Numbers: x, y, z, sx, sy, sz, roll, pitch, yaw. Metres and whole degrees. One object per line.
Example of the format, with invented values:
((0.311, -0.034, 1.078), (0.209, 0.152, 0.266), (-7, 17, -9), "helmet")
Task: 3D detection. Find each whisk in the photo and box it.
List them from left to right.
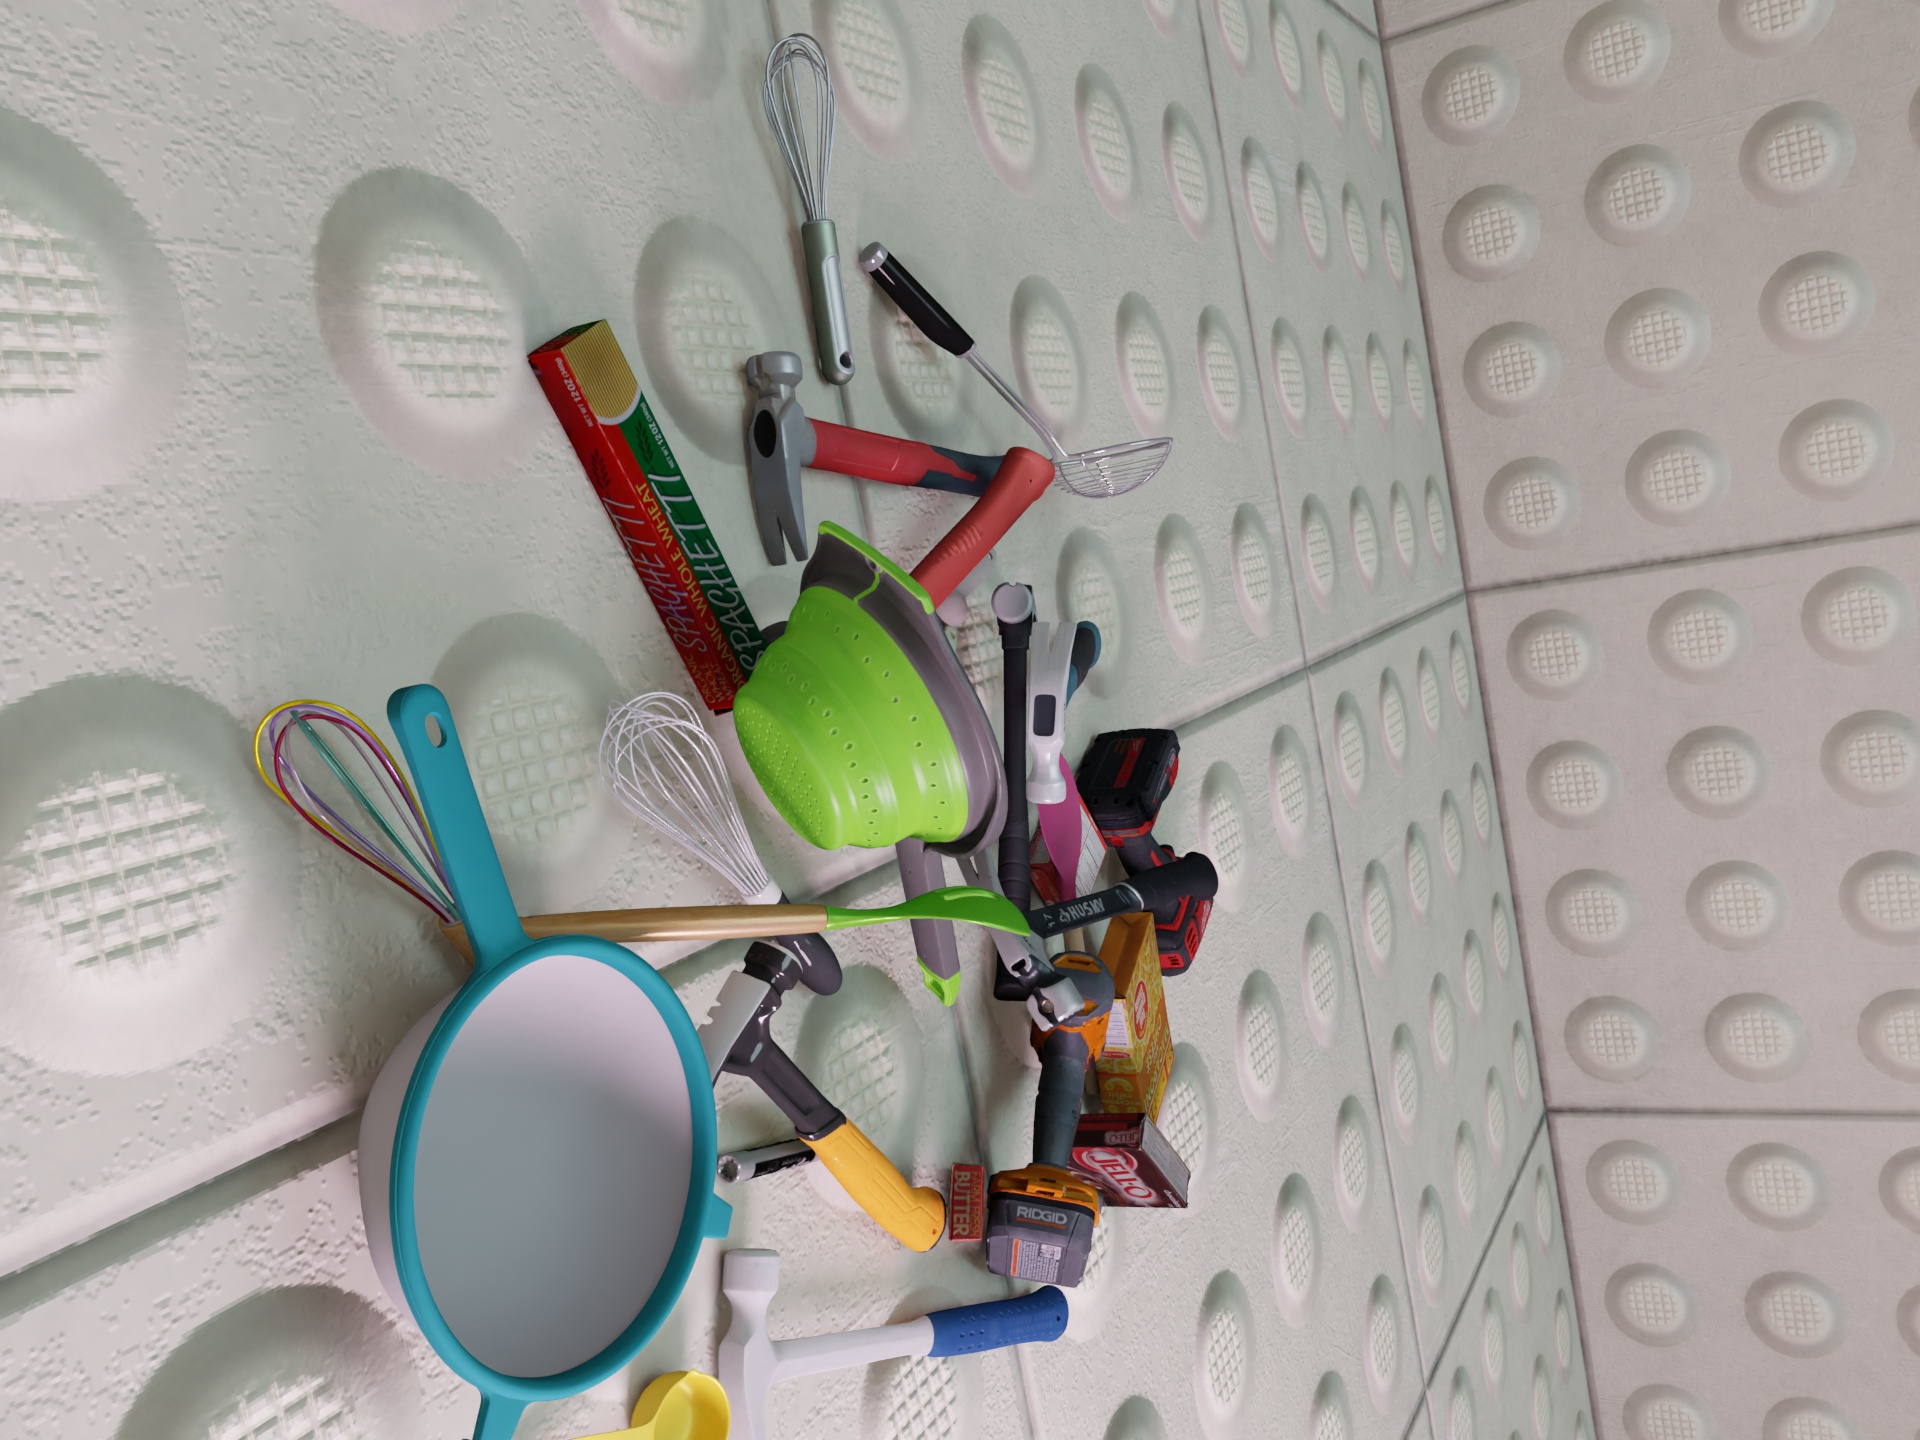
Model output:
((-0.264, 0.082, 0.784), (0.047, 0.051, 0.244), (-45, 130, -25), "whisk")
((-0.139, 0.085, 0.982), (0.284, 0.070, 0.070), (62, 36, -40), "whisk")
((-0.103, -0.367, 1.148), (0.058, 0.059, 0.246), (-18, 104, -47), "whisk")

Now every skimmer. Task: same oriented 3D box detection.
((0.048, -0.300, 1.350), (0.362, 0.127, 0.090), (38, 59, -39), "skimmer")

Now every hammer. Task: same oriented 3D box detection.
((-0.082, 0.271, 1.002), (0.127, 0.034, 0.336), (-60, 145, -25), "hammer")
((-0.032, 0.432, 1.098), (0.405, 0.035, 0.144), (24, 63, -56), "hammer")
((-0.034, -0.183, 1.233), (0.386, 0.038, 0.143), (-4, 88, -60), "hammer")
((-0.021, -0.092, 1.181), (0.359, 0.037, 0.149), (-50, 130, -41), "hammer")
((0.044, 0.060, 1.283), (0.146, 0.035, 0.335), (10, 80, -85), "hammer")
((0.088, -0.036, 1.316), (0.331, 0.033, 0.128), (-53, 144, -74), "hammer")
((0.123, 0.141, 1.275), (0.149, 0.036, 0.408), (59, 25, 14), "hammer")

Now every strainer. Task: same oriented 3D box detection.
((-0.234, 0.151, 0.757), (0.211, 0.095, 0.340), (-32, 110, -58), "strainer")

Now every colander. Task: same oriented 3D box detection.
((-0.061, 0.069, 1.002), (0.094, 0.205, 0.396), (-31, 137, -23), "colander")

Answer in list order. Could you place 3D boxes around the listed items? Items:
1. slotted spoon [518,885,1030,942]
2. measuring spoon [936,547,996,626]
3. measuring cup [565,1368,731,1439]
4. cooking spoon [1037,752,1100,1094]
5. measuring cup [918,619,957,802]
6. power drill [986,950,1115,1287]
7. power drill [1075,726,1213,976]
((-0.102, 0.113, 0.904), (0.313, 0.070, 0.031), (1, 90, -26), "slotted spoon")
((0.010, -0.117, 1.304), (0.034, 0.018, 0.124), (49, 37, -12), "measuring spoon")
((-0.192, 0.389, 0.855), (0.156, 0.029, 0.062), (9, 76, -47), "measuring cup")
((0.094, 0.178, 1.346), (0.069, 0.017, 0.318), (-36, 123, -53), "cooking spoon")
((-0.002, -0.004, 1.244), (0.083, 0.038, 0.168), (33, 57, -53), "measuring cup")
((0.074, 0.315, 1.241), (0.164, 0.084, 0.227), (90, 10, -56), "power drill")
((0.184, 0.120, 1.503), (0.143, 0.078, 0.219), (-61, 137, -45), "power drill")
